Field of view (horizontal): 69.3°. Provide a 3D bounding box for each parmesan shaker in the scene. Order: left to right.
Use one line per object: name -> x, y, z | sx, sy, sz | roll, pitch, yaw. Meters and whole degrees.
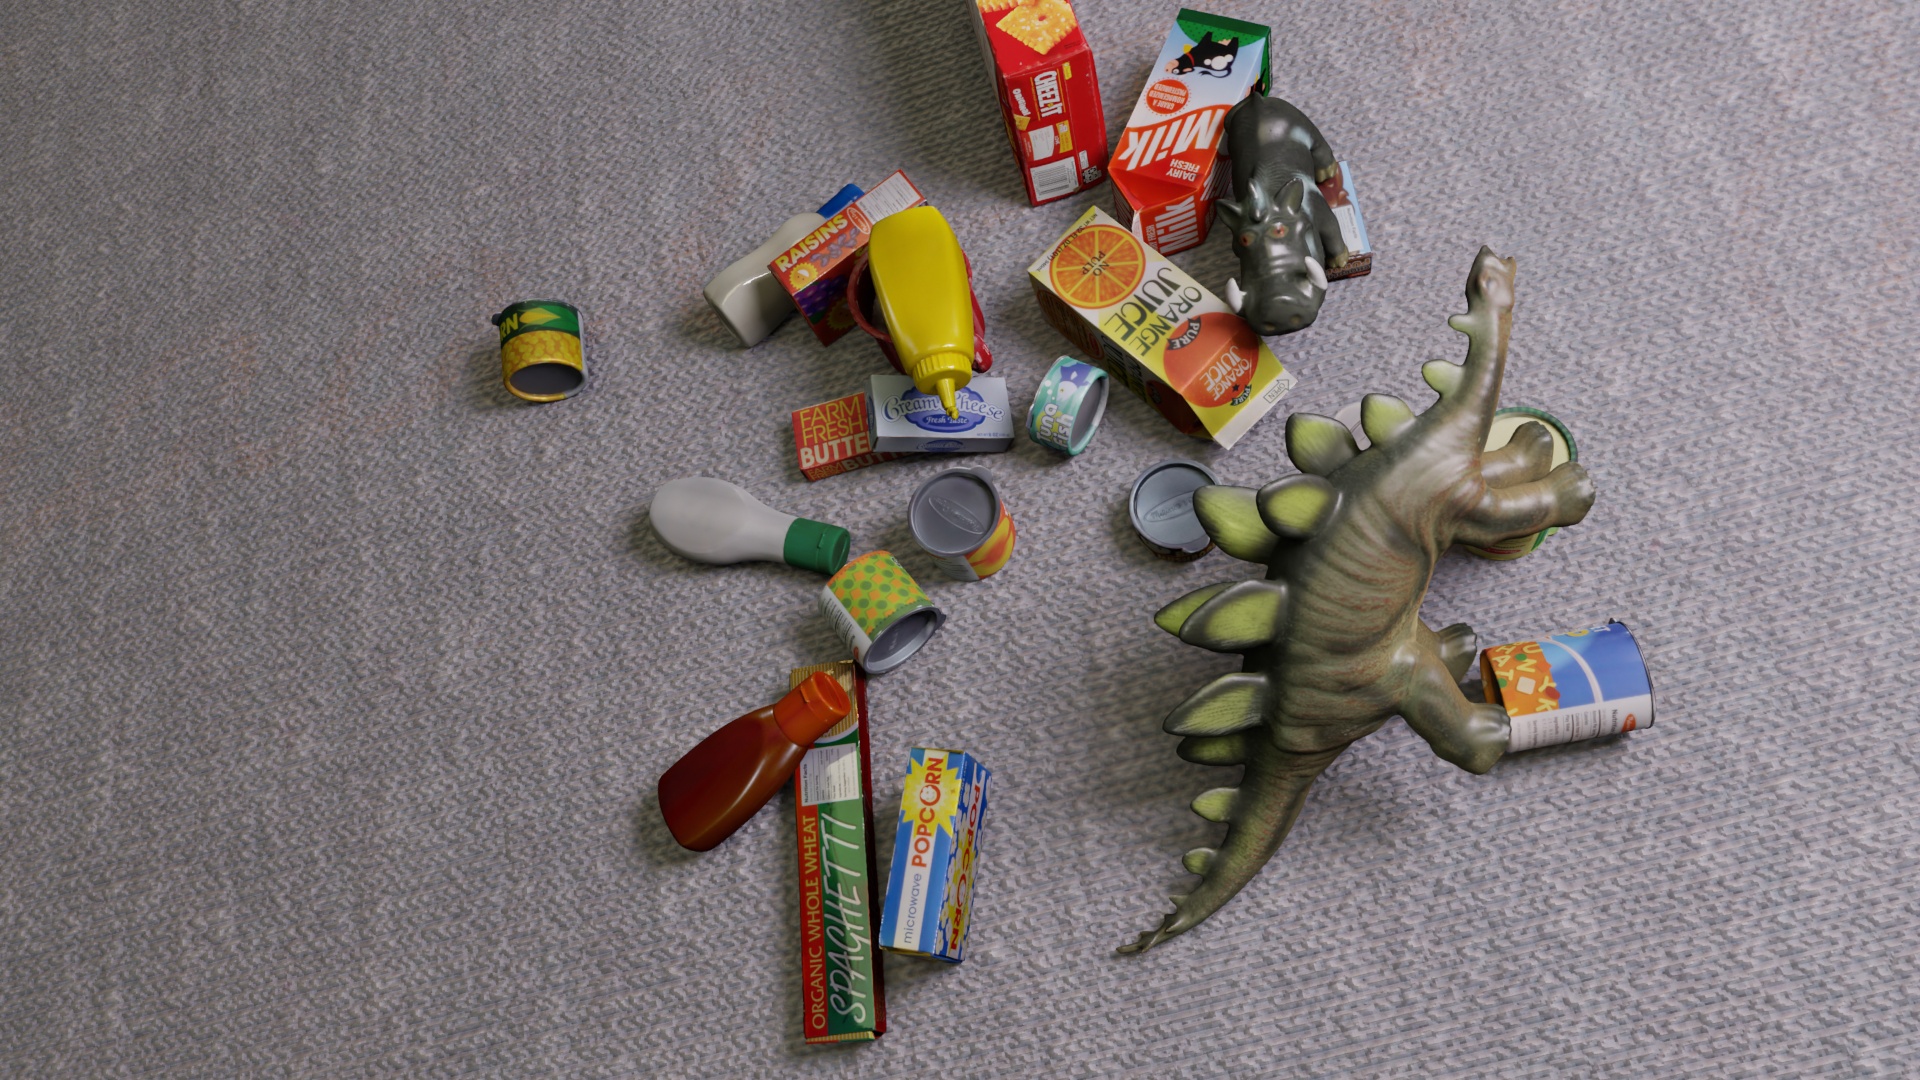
parmesan shaker -> 0.351, -0.035, 0.880 | 0.071, 0.103, 0.071 | -4, 69, 12

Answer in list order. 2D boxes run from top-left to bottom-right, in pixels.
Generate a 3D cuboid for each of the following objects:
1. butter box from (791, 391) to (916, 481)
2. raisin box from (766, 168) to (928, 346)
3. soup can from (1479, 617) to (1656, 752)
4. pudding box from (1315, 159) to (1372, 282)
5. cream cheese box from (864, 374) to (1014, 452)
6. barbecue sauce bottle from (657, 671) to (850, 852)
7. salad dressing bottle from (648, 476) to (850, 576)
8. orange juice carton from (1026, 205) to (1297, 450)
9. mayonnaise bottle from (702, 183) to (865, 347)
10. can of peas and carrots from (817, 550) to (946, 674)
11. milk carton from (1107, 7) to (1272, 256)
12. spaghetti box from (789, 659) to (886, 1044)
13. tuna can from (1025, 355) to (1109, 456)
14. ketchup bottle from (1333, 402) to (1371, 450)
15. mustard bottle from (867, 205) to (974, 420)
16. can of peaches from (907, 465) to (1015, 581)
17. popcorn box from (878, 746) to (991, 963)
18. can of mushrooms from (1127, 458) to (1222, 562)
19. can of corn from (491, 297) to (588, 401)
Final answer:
butter box -> -0.073, -0.084, 1.043 | 0.103, 0.024, 0.053 | -15, 67, 7
raisin box -> -0.076, -0.214, 1.059 | 0.123, 0.086, 0.040 | -37, 68, -2
soup can -> 0.368, 0.088, 0.850 | 0.084, 0.071, 0.071 | -12, 68, 9
pudding box -> 0.267, -0.232, 1.014 | 0.049, 0.030, 0.084 | -12, 68, 10
cream cheese box -> -0.016, -0.092, 1.009 | 0.104, 0.024, 0.053 | -1, 65, -17
barbecue sauce bottle -> -0.139, 0.145, 0.937 | 0.148, 0.043, 0.065 | -40, 55, 17
salad dressing bottle -> -0.155, -0.007, 1.024 | 0.148, 0.044, 0.064 | 13, 72, 17
orange juice carton -> 0.143, -0.145, 0.988 | 0.072, 0.073, 0.193 | -45, 67, -5
mayonnaise bottle -> -0.130, -0.220, 1.089 | 0.148, 0.064, 0.041 | -43, 59, -9
can of peas and carrots -> -0.055, 0.048, 0.967 | 0.071, 0.070, 0.059 | -40, 66, -3
milk carton -> 0.166, -0.294, 1.038 | 0.073, 0.072, 0.191 | 20, 76, 19
spaghetti box -> -0.084, 0.206, 0.933 | 0.050, 0.028, 0.251 | -10, 68, 11
tuna can -> 0.076, -0.094, 0.986 | 0.033, 0.071, 0.071 | 24, 77, 20
ketchup bottle -> 0.251, -0.041, 0.881 | 0.065, 0.148, 0.043 | -43, 68, -4
mustard bottle -> -0.022, -0.150, 0.952 | 0.065, 0.048, 0.161 | -15, 68, 8
can of peaches -> 0.003, -0.012, 0.979 | 0.071, 0.058, 0.071 | -5, 68, 12
popcorn box -> -0.014, 0.202, 0.888 | 0.038, 0.085, 0.127 | 4, 71, 16
can of mushrooms -> 0.151, -0.018, 0.959 | 0.071, 0.033, 0.071 | -4, 69, 11
can of corn -> -0.335, -0.151, 1.106 | 0.071, 0.071, 0.058 | -15, 68, 8
